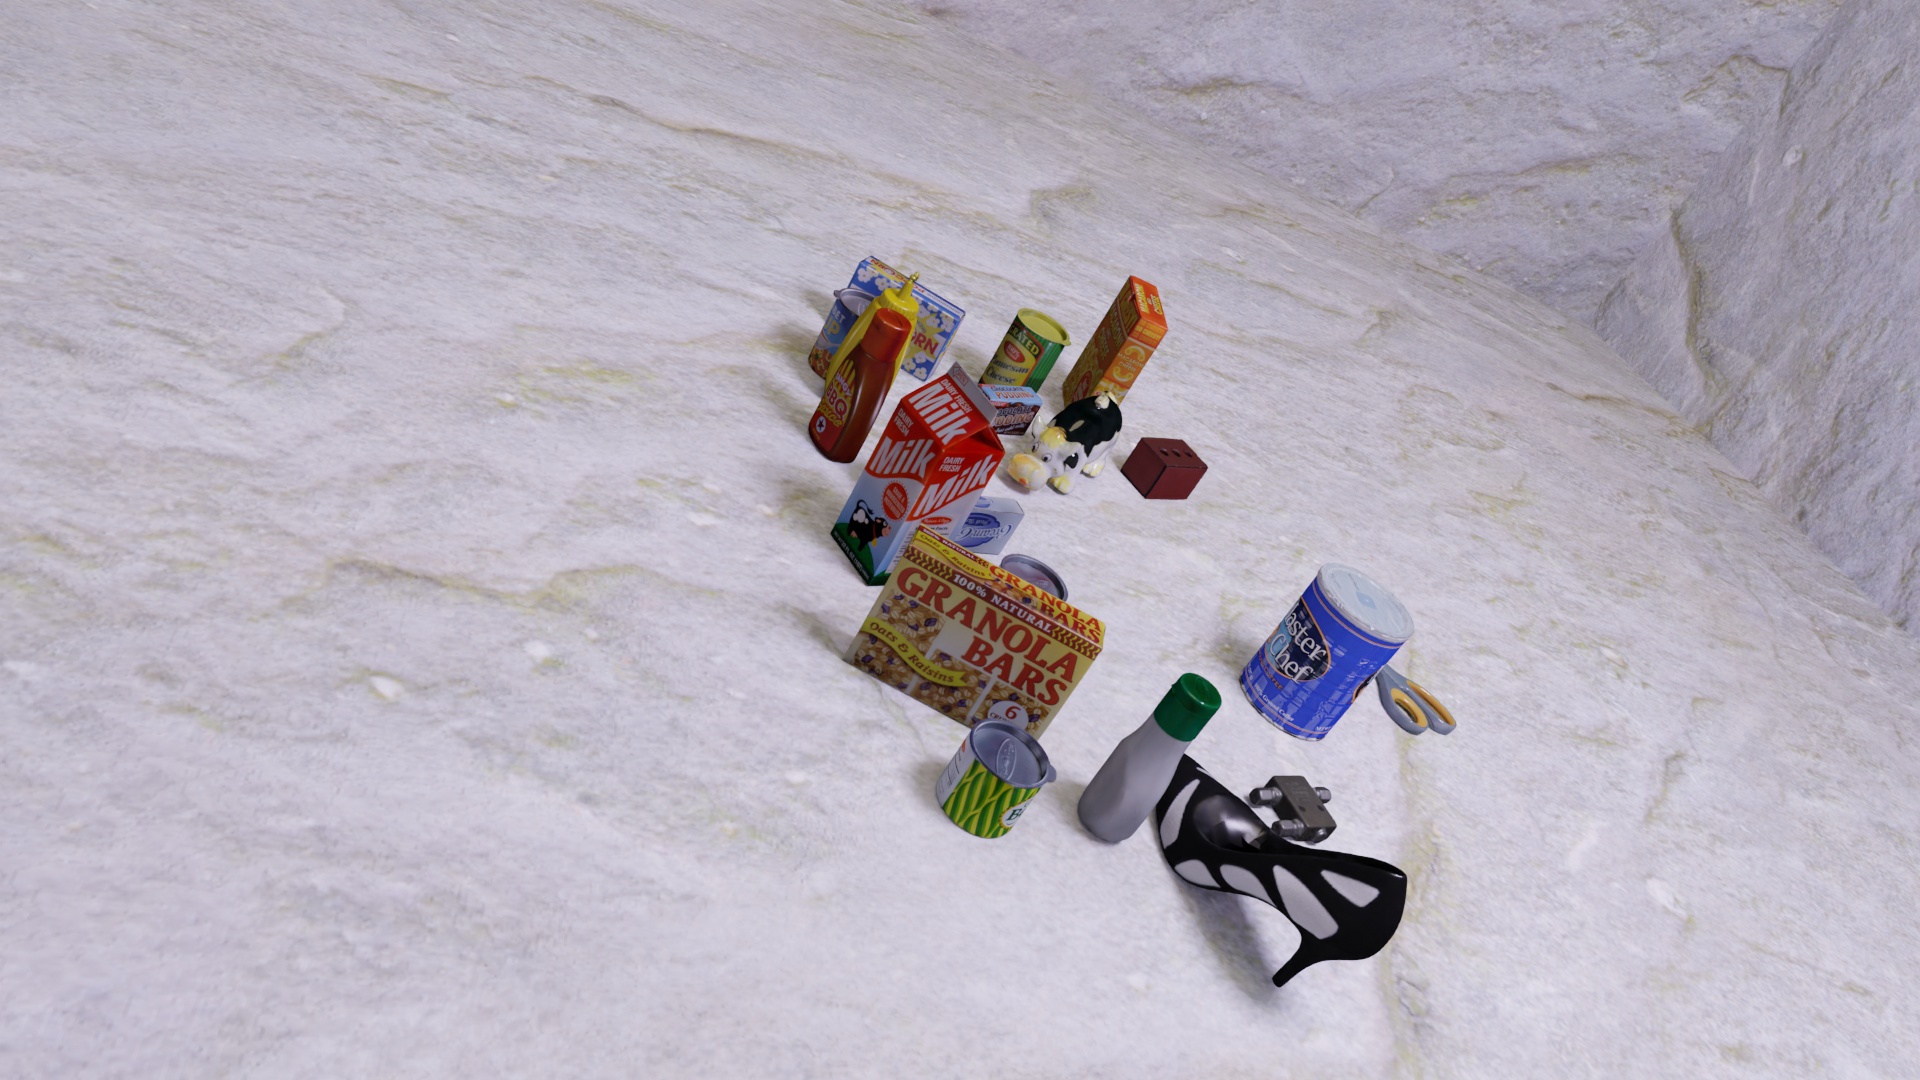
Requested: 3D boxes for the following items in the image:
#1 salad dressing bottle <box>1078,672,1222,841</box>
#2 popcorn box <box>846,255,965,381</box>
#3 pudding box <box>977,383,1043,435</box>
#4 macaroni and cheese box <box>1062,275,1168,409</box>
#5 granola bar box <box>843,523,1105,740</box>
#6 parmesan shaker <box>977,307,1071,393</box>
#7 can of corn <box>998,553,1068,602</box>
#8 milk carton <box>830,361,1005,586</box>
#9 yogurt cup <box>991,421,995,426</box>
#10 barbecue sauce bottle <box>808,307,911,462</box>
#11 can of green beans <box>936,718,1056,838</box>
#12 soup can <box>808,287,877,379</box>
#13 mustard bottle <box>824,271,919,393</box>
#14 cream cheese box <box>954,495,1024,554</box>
[{"bbox_3d":[0.142,0.163,1.043,0.044,0.147,0.064,24,30,-13],"label":"salad dressing bottle"},{"bbox_3d":[-0.069,-0.245,1.533,0.127,0.084,0.038,31,29,0],"label":"popcorn box"},{"bbox_3d":[0.045,-0.143,1.517,0.084,0.049,0.030,-1,43,-43],"label":"pudding box"},{"bbox_3d":[0.177,-0.212,1.623,0.040,0.165,0.124,23,30,-14],"label":"macaroni and cheese box"},{"bbox_3d":[0.011,0.078,1.076,0.165,0.123,0.039,29,29,-4],"label":"granola bar box"},{"bbox_3d":[0.072,-0.201,1.576,0.071,0.102,0.072,23,30,-14],"label":"parmesan shaker"},{"bbox_3d":[0.053,0.056,1.214,0.071,0.058,0.071,23,30,-14],"label":"can of corn"},{"bbox_3d":[-0.029,-0.055,1.176,0.073,0.189,0.072,-1,42,-43],"label":"milk carton"},{"bbox_3d":[-0.009,-0.119,1.429,0.072,0.053,0.073,23,30,-14],"label":"yogurt cup"},{"bbox_3d":[-0.092,-0.147,1.300,0.044,0.147,0.065,5,38,-38],"label":"barbecue sauce bottle"},{"bbox_3d":[0.023,0.173,1.011,0.071,0.057,0.071,23,30,-14],"label":"can of green beans"},{"bbox_3d":[-0.115,-0.210,1.440,0.071,0.083,0.072,23,30,-14],"label":"soup can"},{"bbox_3d":[-0.081,-0.200,1.378,0.065,0.159,0.049,23,30,-14],"label":"mustard bottle"},{"bbox_3d":[0.005,-0.016,1.285,0.104,0.053,0.024,5,39,-38],"label":"cream cheese box"}]
